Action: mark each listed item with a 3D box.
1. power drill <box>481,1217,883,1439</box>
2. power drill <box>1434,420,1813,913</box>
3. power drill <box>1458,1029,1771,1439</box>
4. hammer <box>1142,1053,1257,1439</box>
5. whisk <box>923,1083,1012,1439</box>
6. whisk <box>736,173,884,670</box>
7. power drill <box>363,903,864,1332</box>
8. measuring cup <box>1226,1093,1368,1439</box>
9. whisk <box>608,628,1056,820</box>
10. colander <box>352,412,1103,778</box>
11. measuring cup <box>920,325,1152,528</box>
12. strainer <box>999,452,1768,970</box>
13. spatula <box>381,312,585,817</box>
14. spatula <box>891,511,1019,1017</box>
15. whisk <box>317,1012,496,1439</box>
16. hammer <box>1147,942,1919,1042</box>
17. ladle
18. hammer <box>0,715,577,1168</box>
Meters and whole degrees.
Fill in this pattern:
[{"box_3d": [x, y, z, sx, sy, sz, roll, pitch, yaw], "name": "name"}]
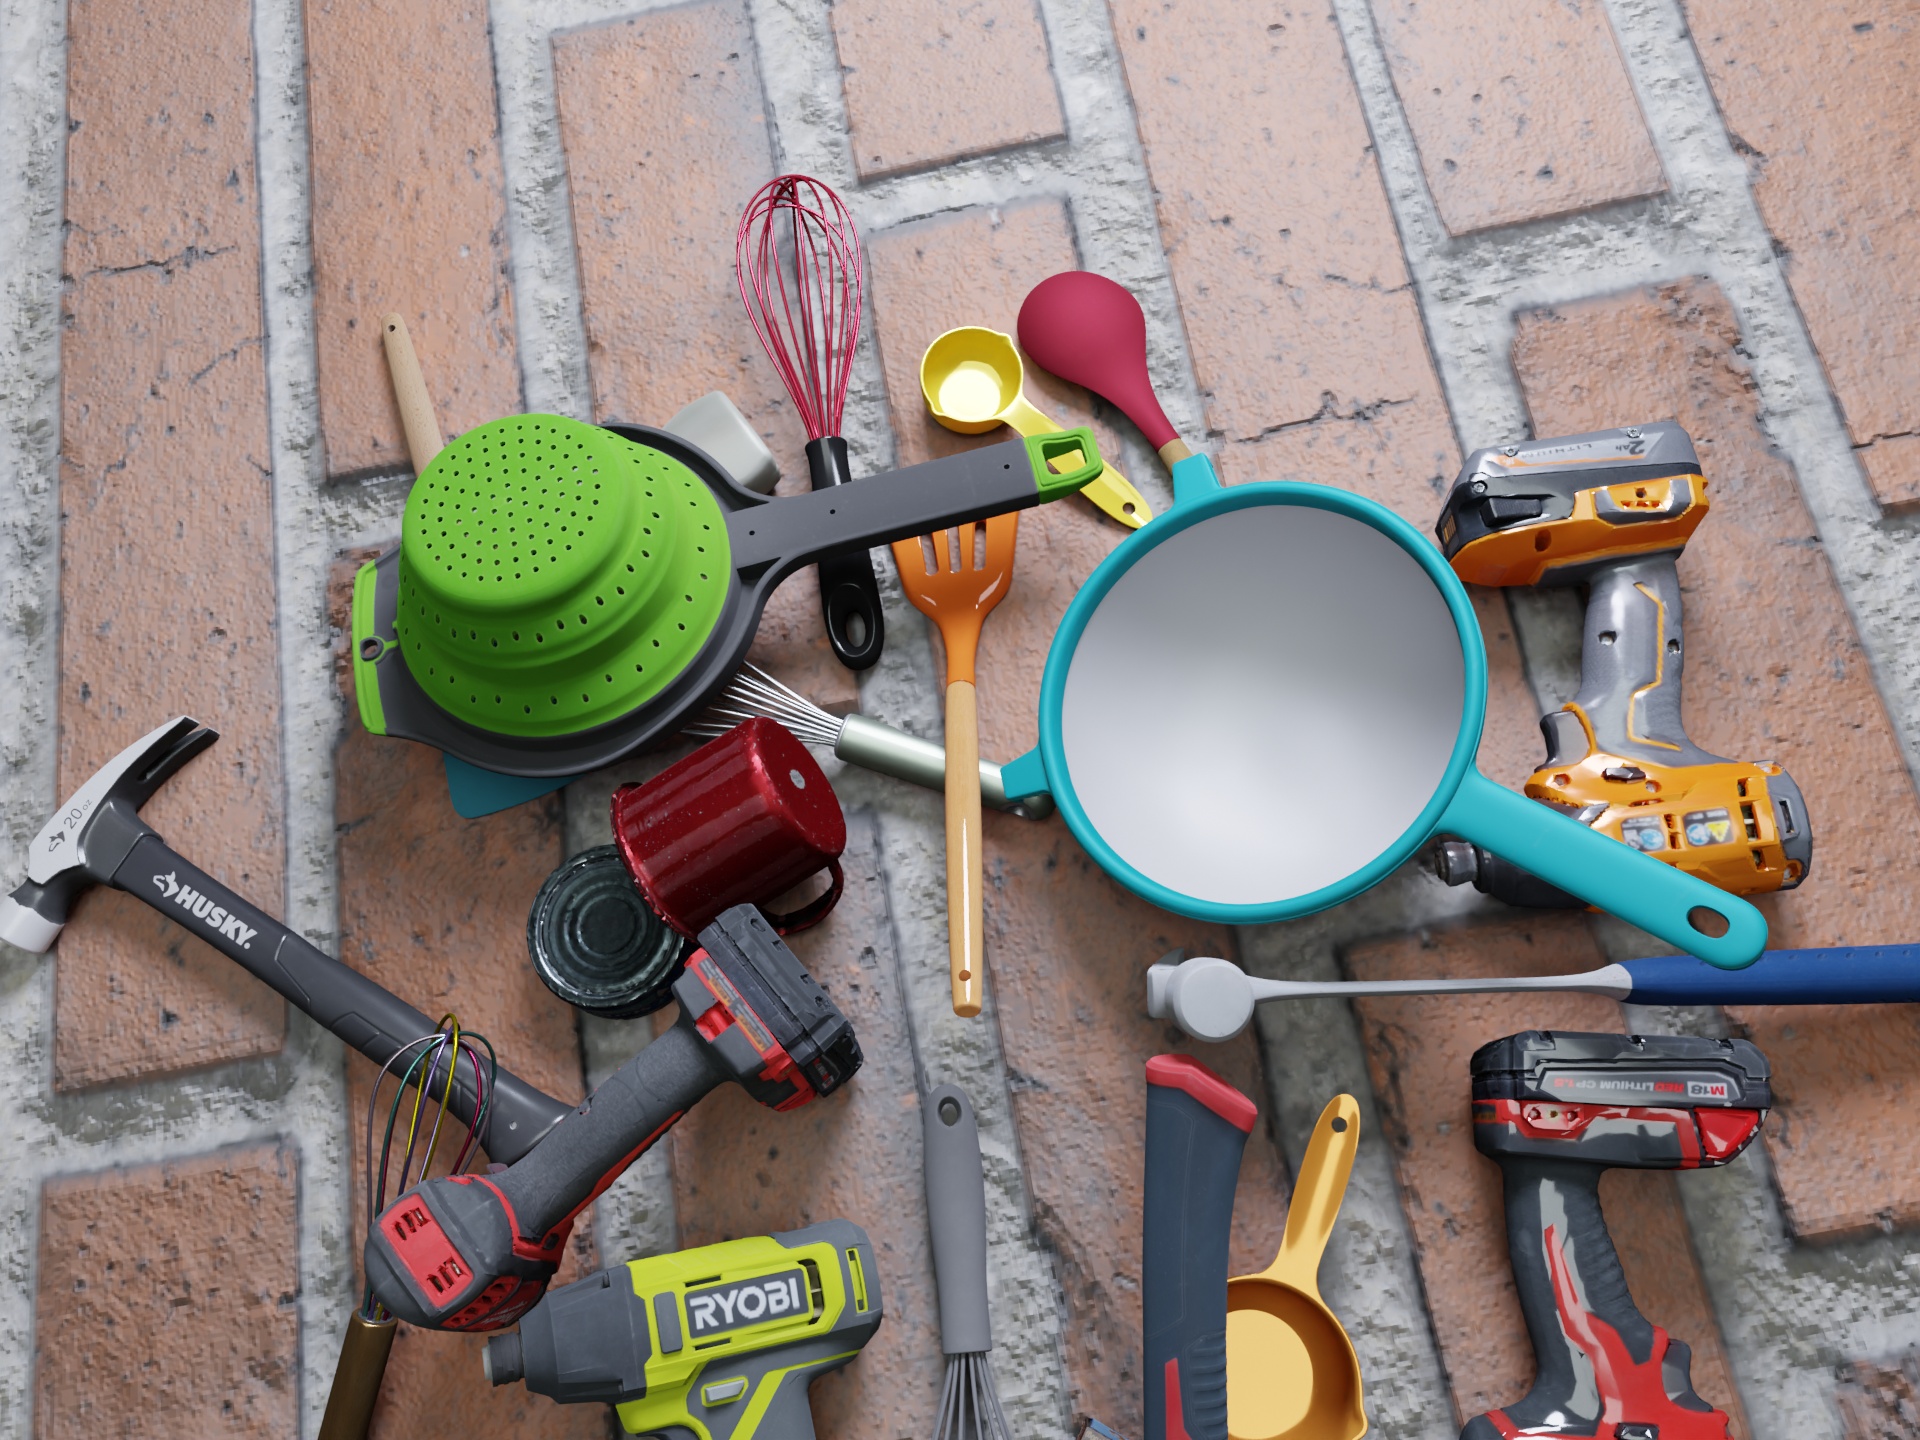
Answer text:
[{"box_3d": [-0.106, 0.343, 0.680, 0.171, 0.080, 0.223, -6, 69, -19], "name": "power drill"}, {"box_3d": [0.298, -0.020, 0.771, 0.164, 0.084, 0.227, -8, 75, 4], "name": "power drill"}, {"box_3d": [0.309, 0.253, 0.684, 0.188, 0.080, 0.227, 2, 75, 7], "name": "power drill"}, {"box_3d": [0.077, 0.333, 0.651, 0.143, 0.038, 0.386, -1, 88, 7], "name": "hammer"}, {"box_3d": [0.000, 0.286, 0.725, 0.055, 0.055, 0.239, -6, 67, 4], "name": "whisk"}, {"box_3d": [-0.076, -0.170, 0.875, 0.073, 0.073, 0.296, -10, 78, 3], "name": "whisk"}, {"box_3d": [-0.154, 0.191, 0.727, 0.219, 0.143, 0.079, -38, 72, -13], "name": "power drill"}, {"box_3d": [0.145, 0.253, 0.714, 0.095, 0.052, 0.174, 19, 73, 12], "name": "measuring cup"}, {"box_3d": [-0.067, 0.005, 0.822, 0.246, 0.057, 0.059, 18, 67, 7], "name": "whisk"}, {"box_3d": [-0.126, -0.103, 0.782, 0.397, 0.094, 0.205, -15, 63, 1], "name": "colander"}, {"box_3d": [0.043, -0.154, 0.877, 0.156, 0.029, 0.062, 41, 79, 5], "name": "measuring cup"}, {"box_3d": [0.198, 0.026, 0.733, 0.341, 0.095, 0.211, 29, 89, 30], "name": "strainer"}, {"box_3d": [-0.285, -0.101, 0.894, 0.082, 0.044, 0.318, -22, 66, 0], "name": "spatula"}, {"box_3d": [-0.001, -0.003, 0.789, 0.081, 0.041, 0.323, -5, 50, 5], "name": "spatula"}, {"box_3d": [-0.268, 0.257, 0.748, 0.047, 0.051, 0.245, 14, 88, 32], "name": "whisk"}, {"box_3d": [0.284, 0.117, 0.720, 0.405, 0.144, 0.035, -1, 84, -3], "name": "hammer"}, {"box_3d": [0.124, -0.125, 0.853, 0.069, 0.031, 0.316, -30, 73, -3], "name": "ladle"}, {"box_3d": [-0.335, 0.125, 0.818, 0.335, 0.035, 0.146, 28, 78, 14], "name": "hammer"}]
